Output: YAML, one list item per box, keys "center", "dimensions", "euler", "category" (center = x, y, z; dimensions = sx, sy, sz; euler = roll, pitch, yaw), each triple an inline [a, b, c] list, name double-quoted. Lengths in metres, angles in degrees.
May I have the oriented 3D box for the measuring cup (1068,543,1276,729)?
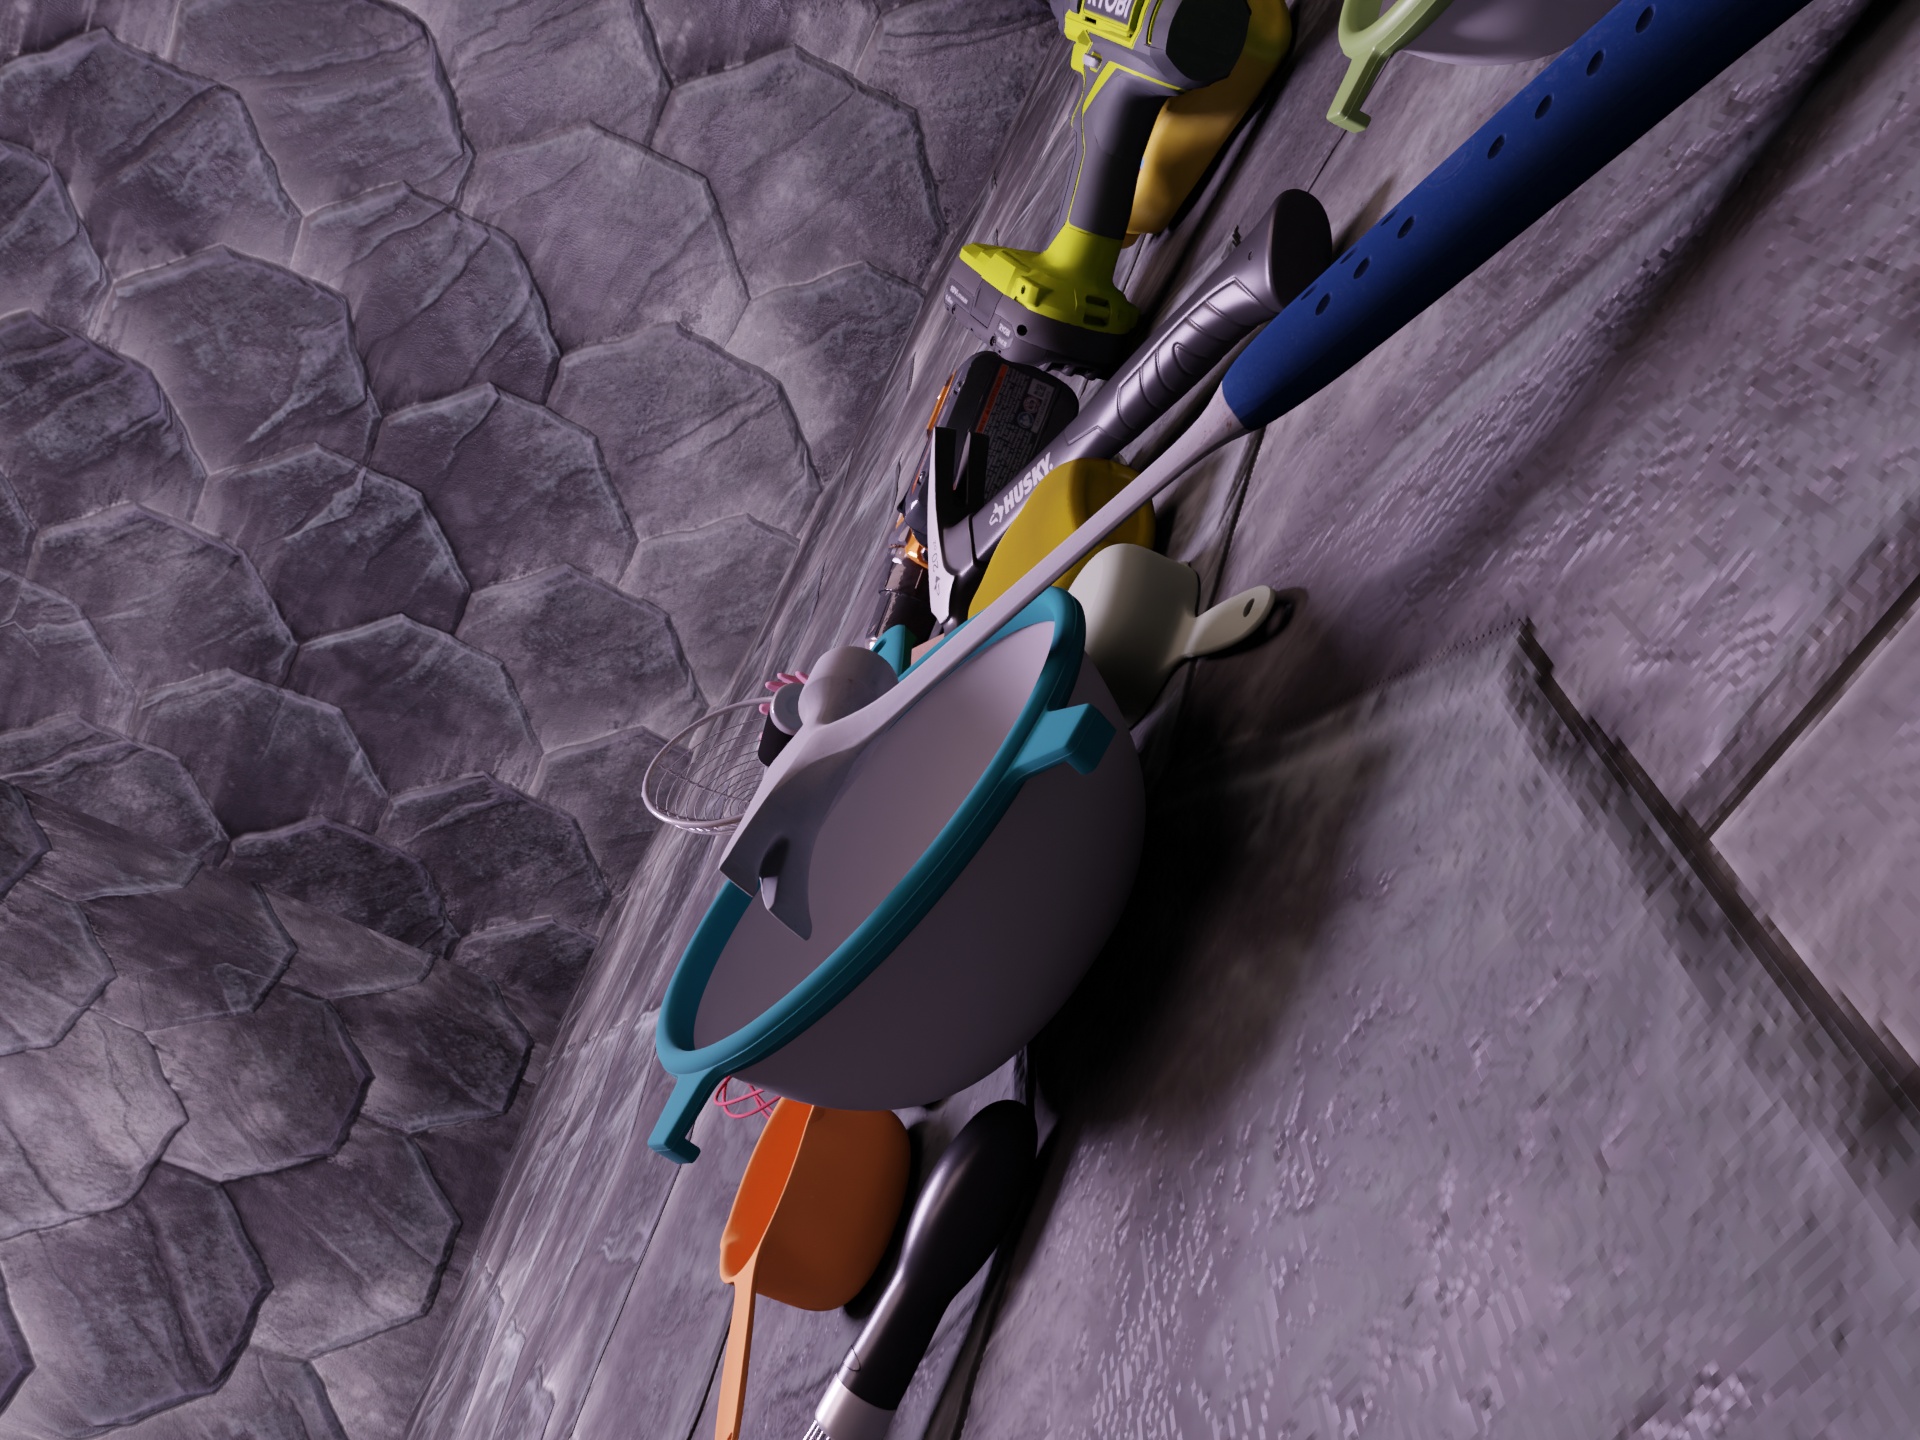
- center: [0.070, -0.038, 0.593]
  dimensions: [0.083, 0.038, 0.167]
  euler: [-67, 10, -9]
  category: "measuring cup"

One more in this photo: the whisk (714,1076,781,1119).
- center: [-0.070, 0.163, 0.768]
  dimensions: [0.296, 0.073, 0.073]
  euler: [-23, 43, 64]
  category: "whisk"

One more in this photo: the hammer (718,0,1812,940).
- center: [0.069, -0.077, 0.434]
  dimensions: [0.405, 0.035, 0.144]
  euler: [-40, 17, 32]
  category: "hammer"

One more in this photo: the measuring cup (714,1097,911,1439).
- center: [-0.058, 0.215, 0.608]
  dimensions: [0.095, 0.052, 0.174]
  euler: [-58, 15, 30]
  category: "measuring cup"

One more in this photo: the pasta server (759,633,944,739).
- center: [-0.062, -0.026, 1.068]
  dimensions: [0.316, 0.040, 0.060]
  euler: [-22, 67, 61]
  category: "pasta server"

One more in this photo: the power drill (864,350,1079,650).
- center: [-0.006, -0.127, 1.032]
  dimensions: [0.226, 0.084, 0.185]
  euler: [158, 133, -79]
  category: "power drill"

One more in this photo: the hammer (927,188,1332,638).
- center: [0.065, -0.143, 0.767]
  dimensions: [0.334, 0.035, 0.146]
  euler: [-39, 52, 57]
  category: "hammer"

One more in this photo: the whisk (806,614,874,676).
- center: [-0.088, -0.047, 1.311]
  dimensions: [0.239, 0.055, 0.055]
  euler: [-44, 24, 50]
  category: "whisk"

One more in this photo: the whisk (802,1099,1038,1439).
- center: [-0.049, 0.248, 0.502]
  dimensions: [0.284, 0.070, 0.070]
  euler: [-61, 11, -3]
  category: "whisk"

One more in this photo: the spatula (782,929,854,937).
- center: [-0.074, 0.114, 0.795]
  dimensions: [0.322, 0.081, 0.041]
  euler: [168, 108, -76]
  category: "spatula"

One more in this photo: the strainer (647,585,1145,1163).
- center: [-0.005, 0.040, 0.617]
  dimensions: [0.211, 0.095, 0.340]
  euler: [-46, 13, 13]
  category: "strainer"

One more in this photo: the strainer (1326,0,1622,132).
- center: [0.201, -0.272, 0.424]
  dimensions: [0.256, 0.069, 0.152]
  euler: [-45, 21, 58]
  category: "strainer"

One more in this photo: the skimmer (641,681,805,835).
- center: [-0.116, 0.002, 0.869]
  dimensions: [0.127, 0.090, 0.363]
  euler: [-28, -5, -13]
  category: "skimmer"

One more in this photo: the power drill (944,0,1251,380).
- center: [0.070, -0.325, 0.917]
  dimensions: [0.171, 0.080, 0.223]
  euler: [53, 131, 50]
  category: "power drill"
